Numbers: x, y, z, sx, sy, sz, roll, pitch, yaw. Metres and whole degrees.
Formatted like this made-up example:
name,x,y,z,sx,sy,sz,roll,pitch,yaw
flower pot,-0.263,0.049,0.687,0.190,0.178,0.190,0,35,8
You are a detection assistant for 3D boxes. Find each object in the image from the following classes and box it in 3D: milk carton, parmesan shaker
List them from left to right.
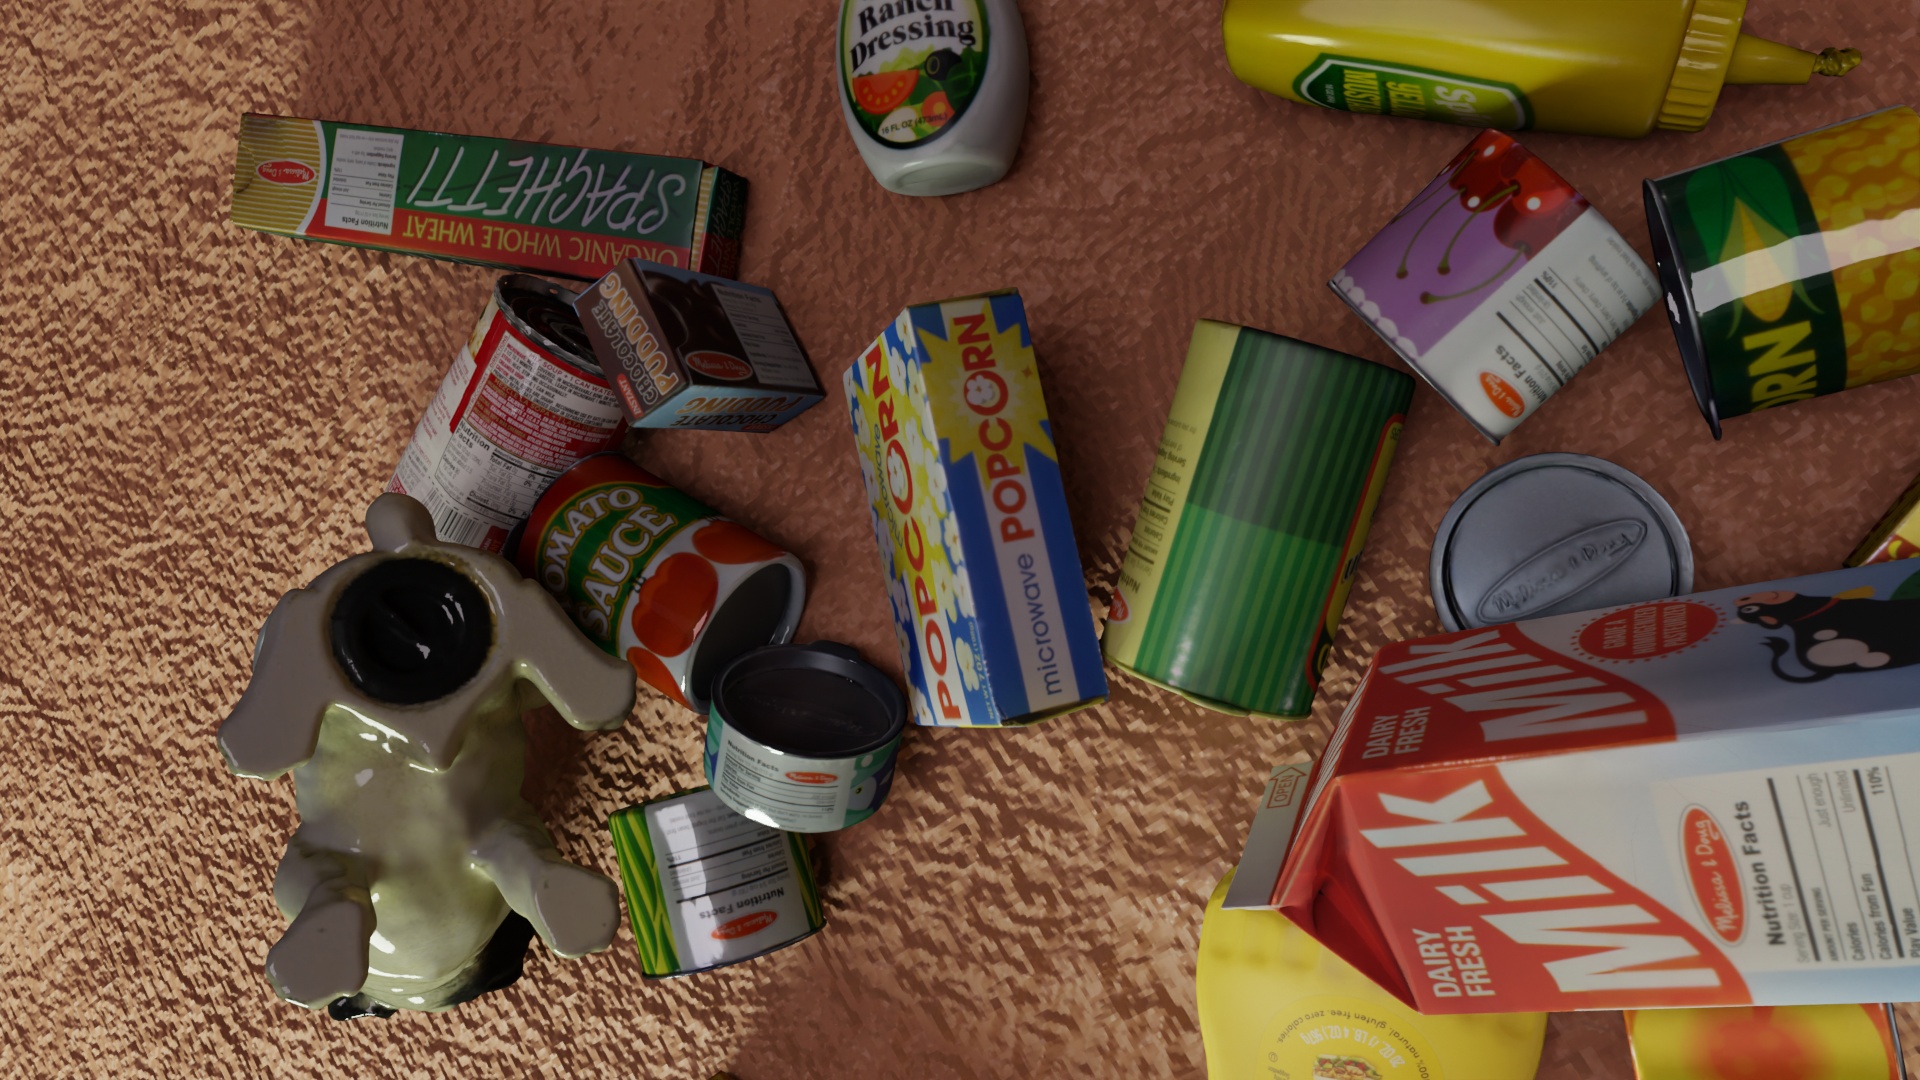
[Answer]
name,x,y,z,sx,sy,sz,roll,pitch,yaw
parmesan shaker,0.087,-0.007,0.406,0.071,0.071,0.103,20,99,23
milk carton,0.161,0.063,0.341,0.190,0.073,0.073,-14,106,30

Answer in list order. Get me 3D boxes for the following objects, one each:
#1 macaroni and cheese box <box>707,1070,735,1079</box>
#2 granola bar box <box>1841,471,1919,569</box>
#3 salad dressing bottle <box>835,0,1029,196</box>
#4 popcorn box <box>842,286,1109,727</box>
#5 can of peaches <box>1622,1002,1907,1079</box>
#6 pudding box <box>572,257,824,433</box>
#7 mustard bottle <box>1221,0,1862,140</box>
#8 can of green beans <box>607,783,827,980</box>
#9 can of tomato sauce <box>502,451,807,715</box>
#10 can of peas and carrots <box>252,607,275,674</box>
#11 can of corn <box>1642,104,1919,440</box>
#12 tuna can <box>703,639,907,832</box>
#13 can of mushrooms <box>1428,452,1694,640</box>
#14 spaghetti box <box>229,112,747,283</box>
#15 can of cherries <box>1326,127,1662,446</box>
name,x,y,z,sx,sy,sz,roll,pitch,yaw
macaroni and cheese box,-0.052,0.292,0.495,0.167,0.040,0.123,26,103,22
granola bar box,0.320,0.007,0.315,0.166,0.039,0.124,39,107,19
salad dressing bottle,-0.013,-0.193,0.462,0.064,0.044,0.147,-7,88,24
popcorn box,0.002,-0.005,0.438,0.038,0.085,0.126,-11,86,-18
can of peaches,0.203,0.120,0.358,0.058,0.071,0.071,-11,87,26
pudding box,-0.088,-0.065,0.478,0.030,0.084,0.050,-31,79,23
mustard bottle,0.154,-0.138,0.376,0.160,0.065,0.048,15,94,20
can of green beans,-0.086,0.116,0.492,0.071,0.071,0.058,-17,84,25
can of tomato sauce,-0.108,0.015,0.497,0.083,0.071,0.071,28,103,21
can of peas and carrots,-0.239,0.053,0.566,0.071,0.059,0.071,1,93,25
can of corn,0.211,-0.066,0.348,0.058,0.071,0.071,-15,85,24
tuna can,-0.053,0.065,0.473,0.071,0.071,0.032,25,119,22
can of mushrooms,0.169,0.011,0.389,0.071,0.033,0.071,1,91,25
spaghetti box,-0.196,-0.135,0.557,0.250,0.029,0.050,13,97,24
can of cherries,0.144,-0.071,0.381,0.058,0.071,0.071,-46,73,19
